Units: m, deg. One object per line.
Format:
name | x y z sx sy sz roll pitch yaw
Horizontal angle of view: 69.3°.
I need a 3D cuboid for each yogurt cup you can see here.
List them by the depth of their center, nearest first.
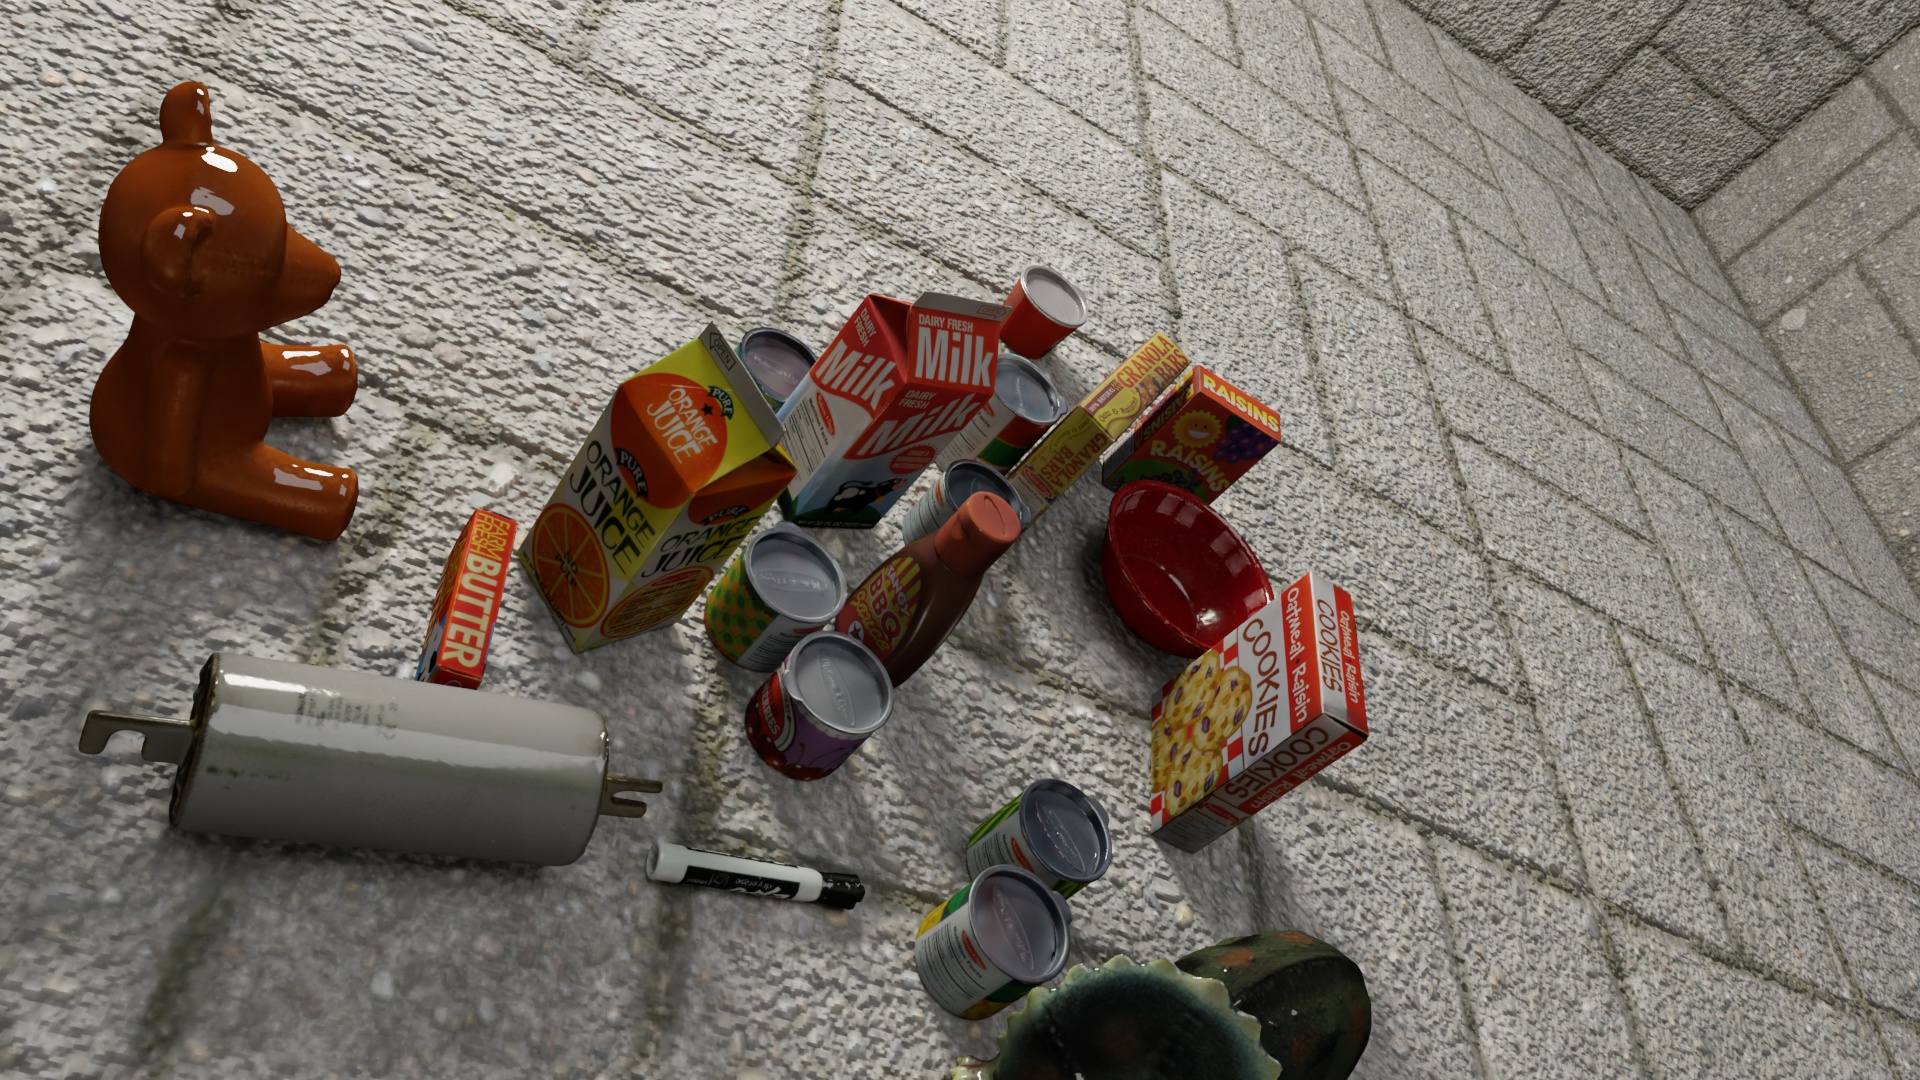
yogurt cup | 0.066 -0.192 1.181 0.072 0.053 0.073 24 43 -24

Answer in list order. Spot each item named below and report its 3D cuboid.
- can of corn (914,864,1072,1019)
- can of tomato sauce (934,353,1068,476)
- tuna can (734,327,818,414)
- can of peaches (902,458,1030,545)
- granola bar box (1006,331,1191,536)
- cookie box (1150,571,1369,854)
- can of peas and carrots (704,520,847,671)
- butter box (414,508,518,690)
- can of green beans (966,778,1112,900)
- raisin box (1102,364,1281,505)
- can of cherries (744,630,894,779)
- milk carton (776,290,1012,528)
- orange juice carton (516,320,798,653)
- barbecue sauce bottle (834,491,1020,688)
can of corn | 0.019 0.220 0.760 0.071 0.058 0.071 24 43 -24
can of tomato sauce | 0.026 -0.086 1.027 0.071 0.082 0.071 24 43 -24
tuna can | -0.129 -0.110 0.953 0.071 0.032 0.071 24 43 -23
can of peaches | 0.003 -0.012 0.959 0.071 0.057 0.071 24 43 -24
granola bar box | 0.097 -0.082 1.051 0.039 0.123 0.166 45 38 1
cookie box | 0.193 0.115 0.920 0.040 0.166 0.123 29 41 -18
can of peas and carrots | -0.110 0.033 0.818 0.071 0.058 0.071 24 43 -24
butter box | -0.250 0.038 0.697 0.024 0.053 0.104 22 43 -26
can of green beans | 0.046 0.183 0.818 0.071 0.057 0.071 24 43 -24
raisin box | 0.186 -0.074 1.121 0.086 0.122 0.040 29 41 -18
can of cherries | -0.083 0.094 0.787 0.071 0.058 0.072 24 43 -24
milk carton | -0.047 -0.090 0.881 0.072 0.189 0.074 2 54 -40
orange juice carton | -0.153 -0.026 0.728 0.073 0.191 0.072 -18 68 -48
barbecue sauce bottle | -0.020 0.028 0.830 0.044 0.147 0.065 3 54 -40
